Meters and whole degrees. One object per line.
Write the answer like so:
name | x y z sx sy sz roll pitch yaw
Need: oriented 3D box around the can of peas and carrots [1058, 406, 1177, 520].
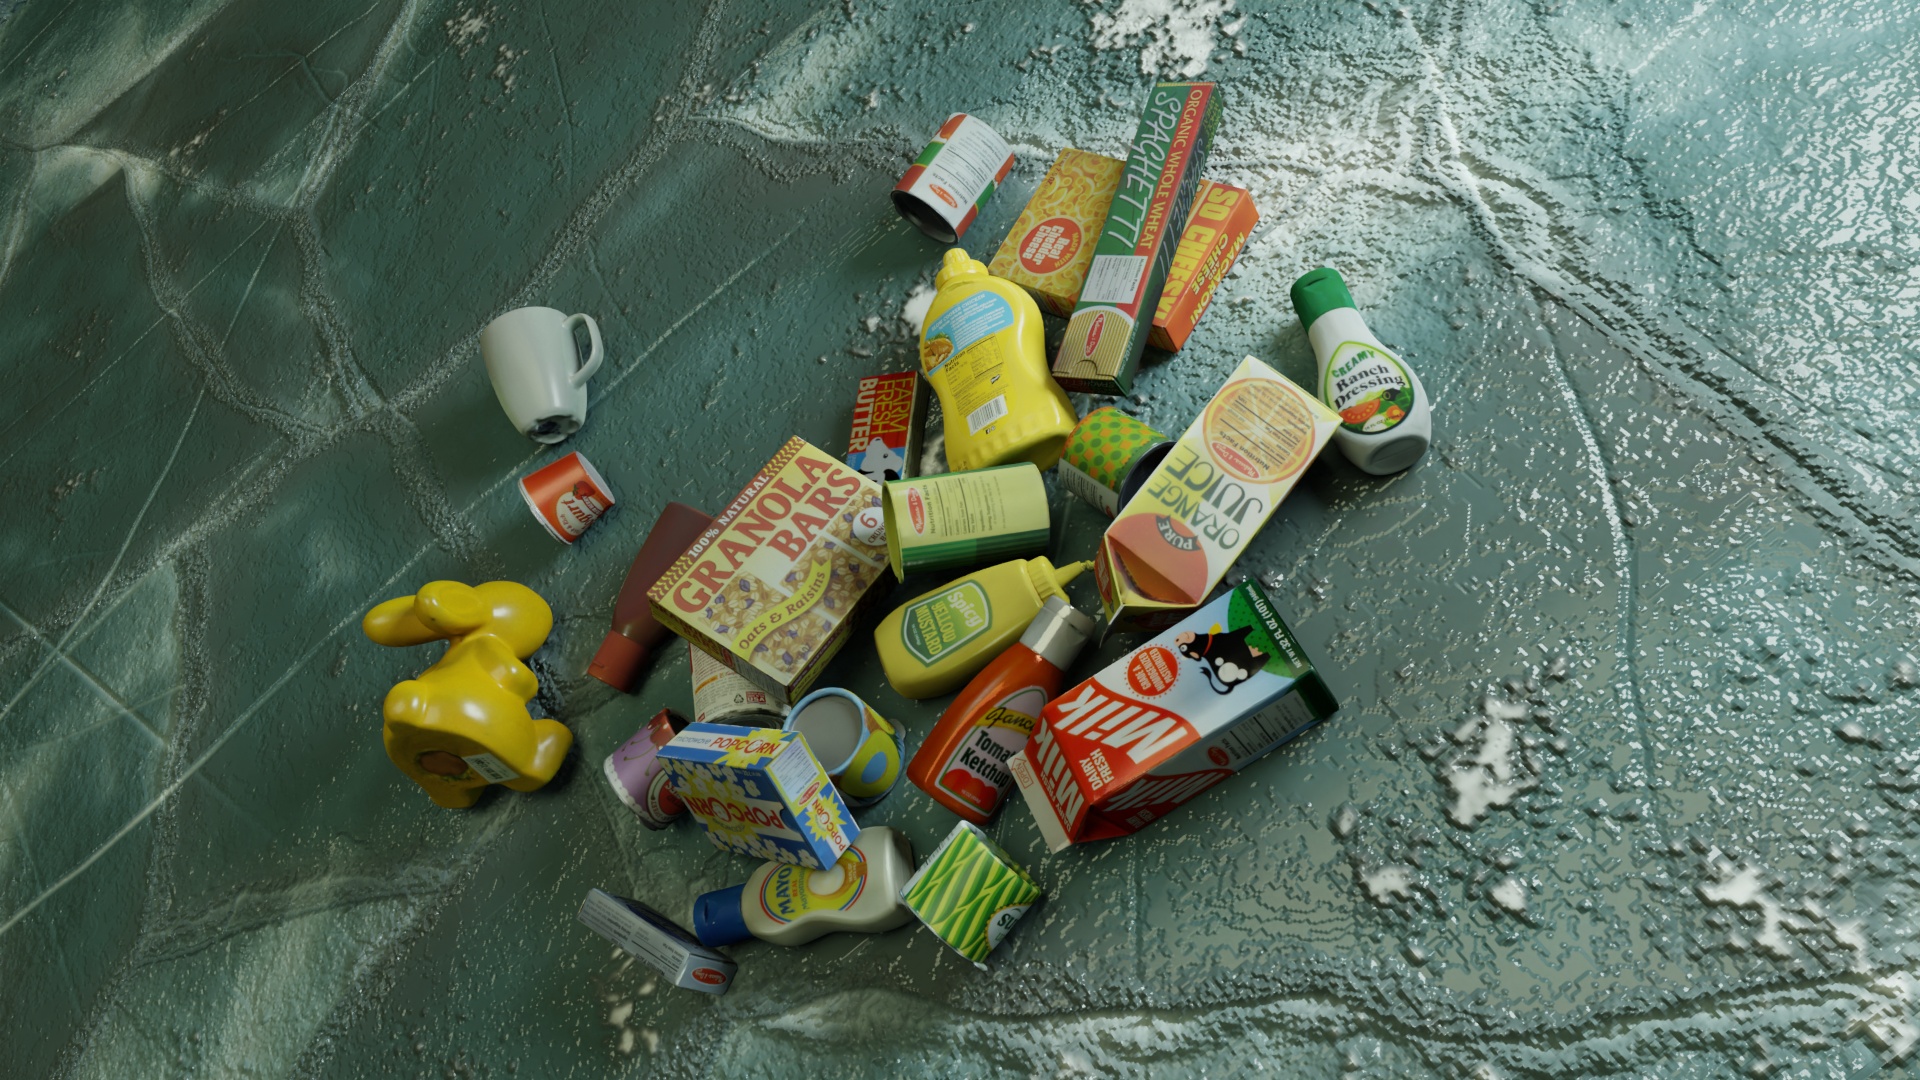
can of peas and carrots | 0.110 -0.051 0.930 0.059 0.071 0.071 36 84 37

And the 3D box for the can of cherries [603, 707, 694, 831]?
can of cherries | -0.207 0.162 0.980 0.058 0.071 0.072 -40 53 2

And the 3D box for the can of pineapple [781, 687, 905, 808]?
can of pineapple | -0.078 0.137 0.931 0.071 0.057 0.071 -12 57 20

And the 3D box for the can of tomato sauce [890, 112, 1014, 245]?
can of tomato sauce | -0.006 -0.291 1.120 0.071 0.071 0.083 29 80 35

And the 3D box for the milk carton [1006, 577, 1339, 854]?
milk carton | 0.120 0.111 0.833 0.190 0.073 0.072 -34 54 8

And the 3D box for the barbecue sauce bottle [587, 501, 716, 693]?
barbecue sauce bottle | -0.235 0.045 1.072 0.065 0.043 0.149 20 75 34

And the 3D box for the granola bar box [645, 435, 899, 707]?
granola bar box | -0.118 0.019 0.977 0.124 0.038 0.166 30 61 16

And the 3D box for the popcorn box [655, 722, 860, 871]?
popcorn box | -0.133 0.165 0.904 0.126 0.085 0.038 -4 30 46

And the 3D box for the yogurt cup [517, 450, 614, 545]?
yogurt cup | -0.324 -0.038 1.151 0.054 0.072 0.072 -36 53 -3

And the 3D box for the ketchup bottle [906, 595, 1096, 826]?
ketchup bottle | 0.031 0.105 0.885 0.149 0.064 0.043 -55 29 -5

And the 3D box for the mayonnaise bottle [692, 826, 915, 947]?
mayonnaise bottle | -0.102 0.232 0.904 0.148 0.041 0.065 -18 56 17

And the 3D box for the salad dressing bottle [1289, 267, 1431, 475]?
salad dressing bottle | 0.255 -0.113 0.901 0.064 0.044 0.148 -23 56 13

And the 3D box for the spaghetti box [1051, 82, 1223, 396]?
spaghetti box | 0.128 -0.216 0.980 0.050 0.028 0.251 9 70 31

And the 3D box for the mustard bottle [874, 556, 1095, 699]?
mustard bottle | 0.021 0.049 0.933 0.160 0.048 0.065 -29 60 11

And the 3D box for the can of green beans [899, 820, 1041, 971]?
can of green beans | 0.007 0.213 0.843 0.058 0.071 0.071 -48 53 -3

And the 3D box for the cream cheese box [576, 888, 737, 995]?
cream cheese box | -0.204 0.268 0.930 0.104 0.053 0.024 19 77 34

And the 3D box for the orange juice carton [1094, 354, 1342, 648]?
orange juice carton | 0.146 -0.014 0.863 0.073 0.071 0.193 37 78 9

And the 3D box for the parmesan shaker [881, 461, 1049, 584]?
parmesan shaker | 0.003 -0.012 0.941 0.103 0.071 0.071 -8 57 -10

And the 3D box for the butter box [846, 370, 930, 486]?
butter box | -0.056 -0.078 1.056 0.053 0.024 0.104 -6 62 24

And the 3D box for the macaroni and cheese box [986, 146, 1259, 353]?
macaroni and cheese box | 0.119 -0.218 1.031 0.167 0.040 0.124 25 78 35
